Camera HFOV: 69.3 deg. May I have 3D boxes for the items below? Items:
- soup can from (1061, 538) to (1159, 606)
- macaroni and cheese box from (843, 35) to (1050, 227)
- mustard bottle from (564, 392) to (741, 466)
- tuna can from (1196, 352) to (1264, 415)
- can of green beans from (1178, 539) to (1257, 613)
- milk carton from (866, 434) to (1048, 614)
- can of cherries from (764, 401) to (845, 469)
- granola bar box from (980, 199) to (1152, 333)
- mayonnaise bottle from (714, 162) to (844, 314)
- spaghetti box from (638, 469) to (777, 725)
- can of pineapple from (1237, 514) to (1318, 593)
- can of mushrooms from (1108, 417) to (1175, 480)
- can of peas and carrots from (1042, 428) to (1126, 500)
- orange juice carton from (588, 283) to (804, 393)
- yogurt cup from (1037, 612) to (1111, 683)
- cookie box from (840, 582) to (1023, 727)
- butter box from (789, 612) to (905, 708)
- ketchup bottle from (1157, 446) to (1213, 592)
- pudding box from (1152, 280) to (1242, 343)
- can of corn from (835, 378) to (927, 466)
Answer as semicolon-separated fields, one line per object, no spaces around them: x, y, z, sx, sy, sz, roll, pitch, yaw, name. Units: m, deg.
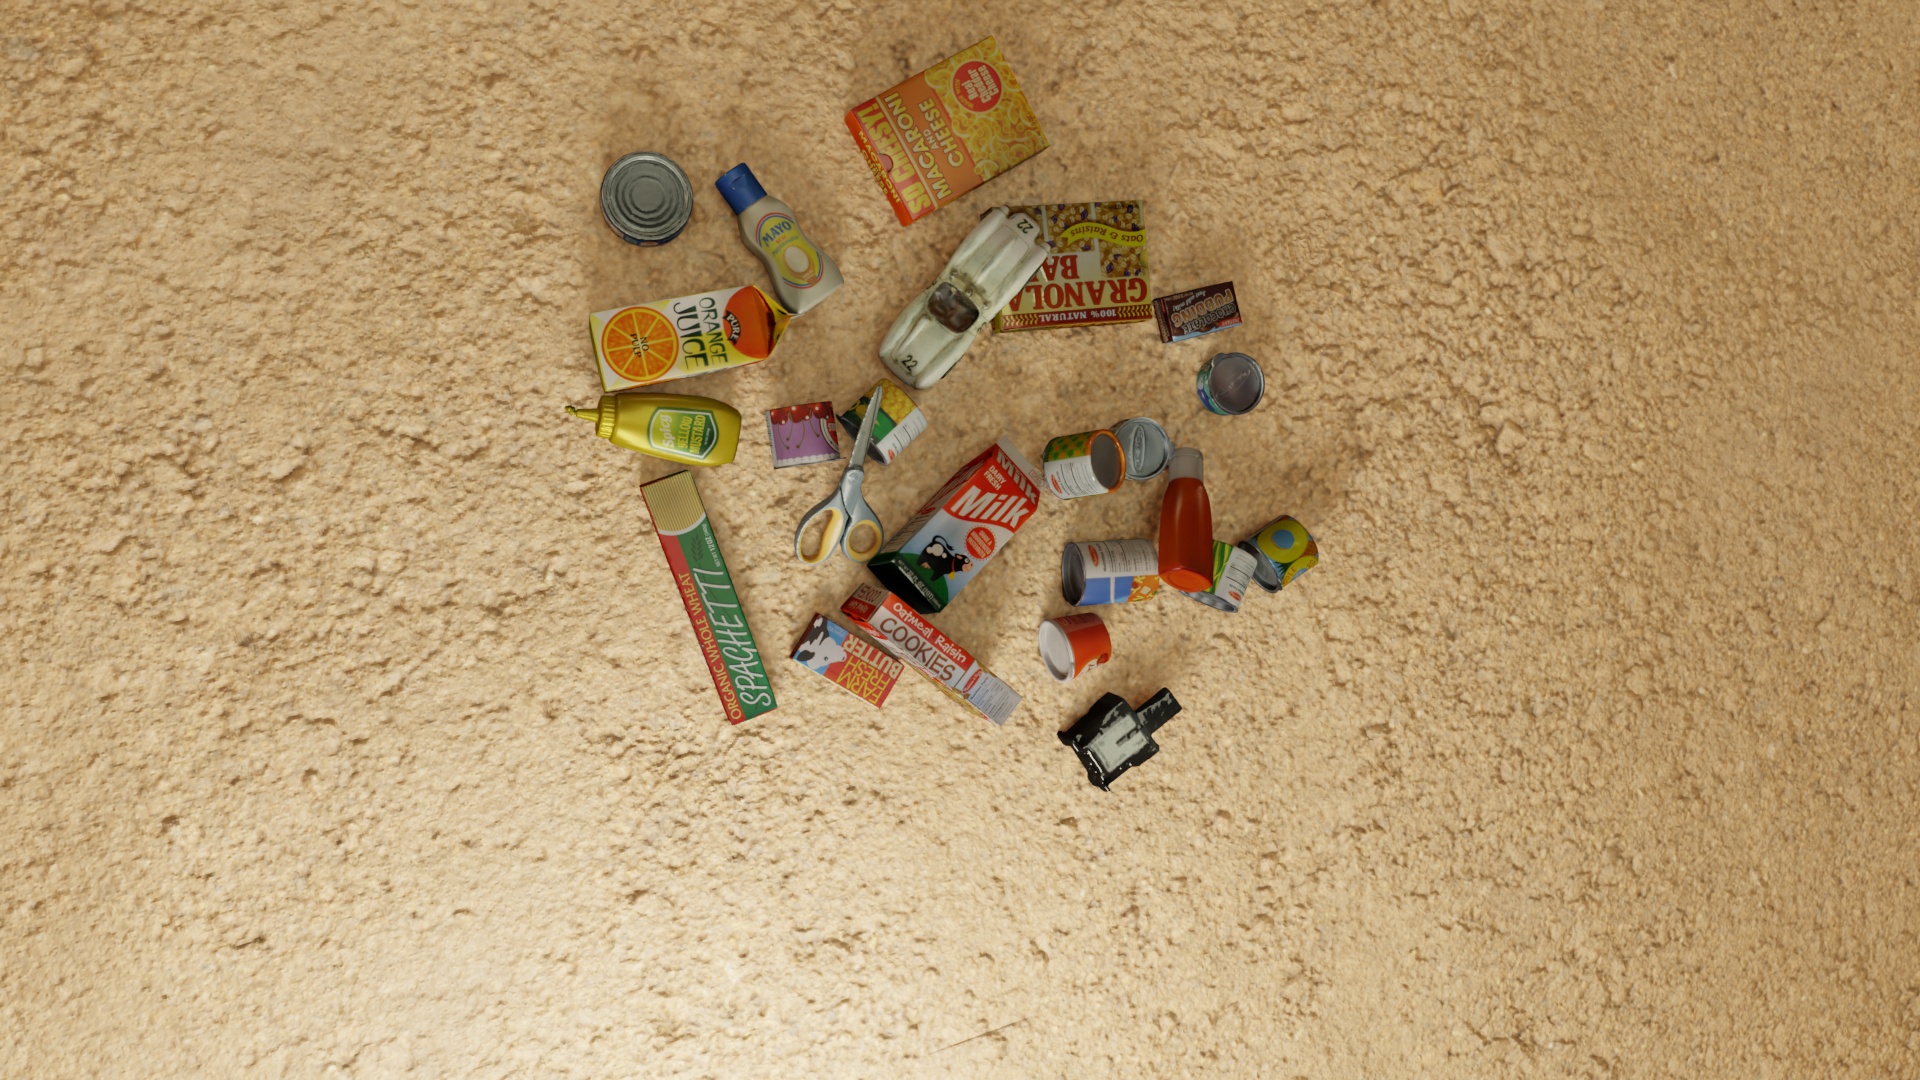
0.153;0.034;1.427;0.084;0.071;0.071;-3;93;-17;soup can
-0.013;-0.405;1.377;0.167;0.040;0.123;-32;99;-13;macaroni and cheese box
-0.288;-0.108;1.296;0.160;0.049;0.065;6;101;-22;mustard bottle
0.284;-0.167;1.473;0.071;0.033;0.071;-1;92;-16;tuna can
0.270;0.036;1.456;0.071;0.071;0.058;26;81;-15;can of green beans
0.005;-0.017;1.369;0.072;0.073;0.191;48;69;-13;milk carton
-0.149;-0.101;1.333;0.071;0.071;0.058;-9;94;-15;can of cherries
0.110;-0.279;1.416;0.166;0.039;0.124;-7;94;-15;granola bar box
-0.178;-0.290;1.333;0.065;0.041;0.148;-38;102;-10;mayonnaise bottle
-0.240;0.056;1.333;0.050;0.028;0.249;-21;97;-13;spaghetti box
0.339;0.015;1.476;0.058;0.071;0.071;-33;100;-13;can of pineapple
0.185;-0.095;1.446;0.071;0.033;0.071;0;91;-16;can of mushrooms
0.127;-0.078;1.405;0.071;0.058;0.071;10;76;-48;can of peas and carrots
-0.245;-0.192;1.301;0.193;0.072;0.073;-13;96;-15;orange juice carton
0.118;0.106;1.419;0.054;0.072;0.072;-16;96;-23;yogurt cup
-0.032;0.109;1.345;0.167;0.123;0.040;40;81;-14;cookie box
-0.112;0.119;1.373;0.103;0.024;0.053;32;84;-14;butter box
0.232;-0.024;1.428;0.064;0.043;0.149;28;55;-37;ketchup bottle
0.249;-0.240;1.462;0.084;0.030;0.049;-15;97;-15;pudding box
-0.077;-0.117;1.355;0.058;0.071;0.071;-45;103;-11;can of corn
